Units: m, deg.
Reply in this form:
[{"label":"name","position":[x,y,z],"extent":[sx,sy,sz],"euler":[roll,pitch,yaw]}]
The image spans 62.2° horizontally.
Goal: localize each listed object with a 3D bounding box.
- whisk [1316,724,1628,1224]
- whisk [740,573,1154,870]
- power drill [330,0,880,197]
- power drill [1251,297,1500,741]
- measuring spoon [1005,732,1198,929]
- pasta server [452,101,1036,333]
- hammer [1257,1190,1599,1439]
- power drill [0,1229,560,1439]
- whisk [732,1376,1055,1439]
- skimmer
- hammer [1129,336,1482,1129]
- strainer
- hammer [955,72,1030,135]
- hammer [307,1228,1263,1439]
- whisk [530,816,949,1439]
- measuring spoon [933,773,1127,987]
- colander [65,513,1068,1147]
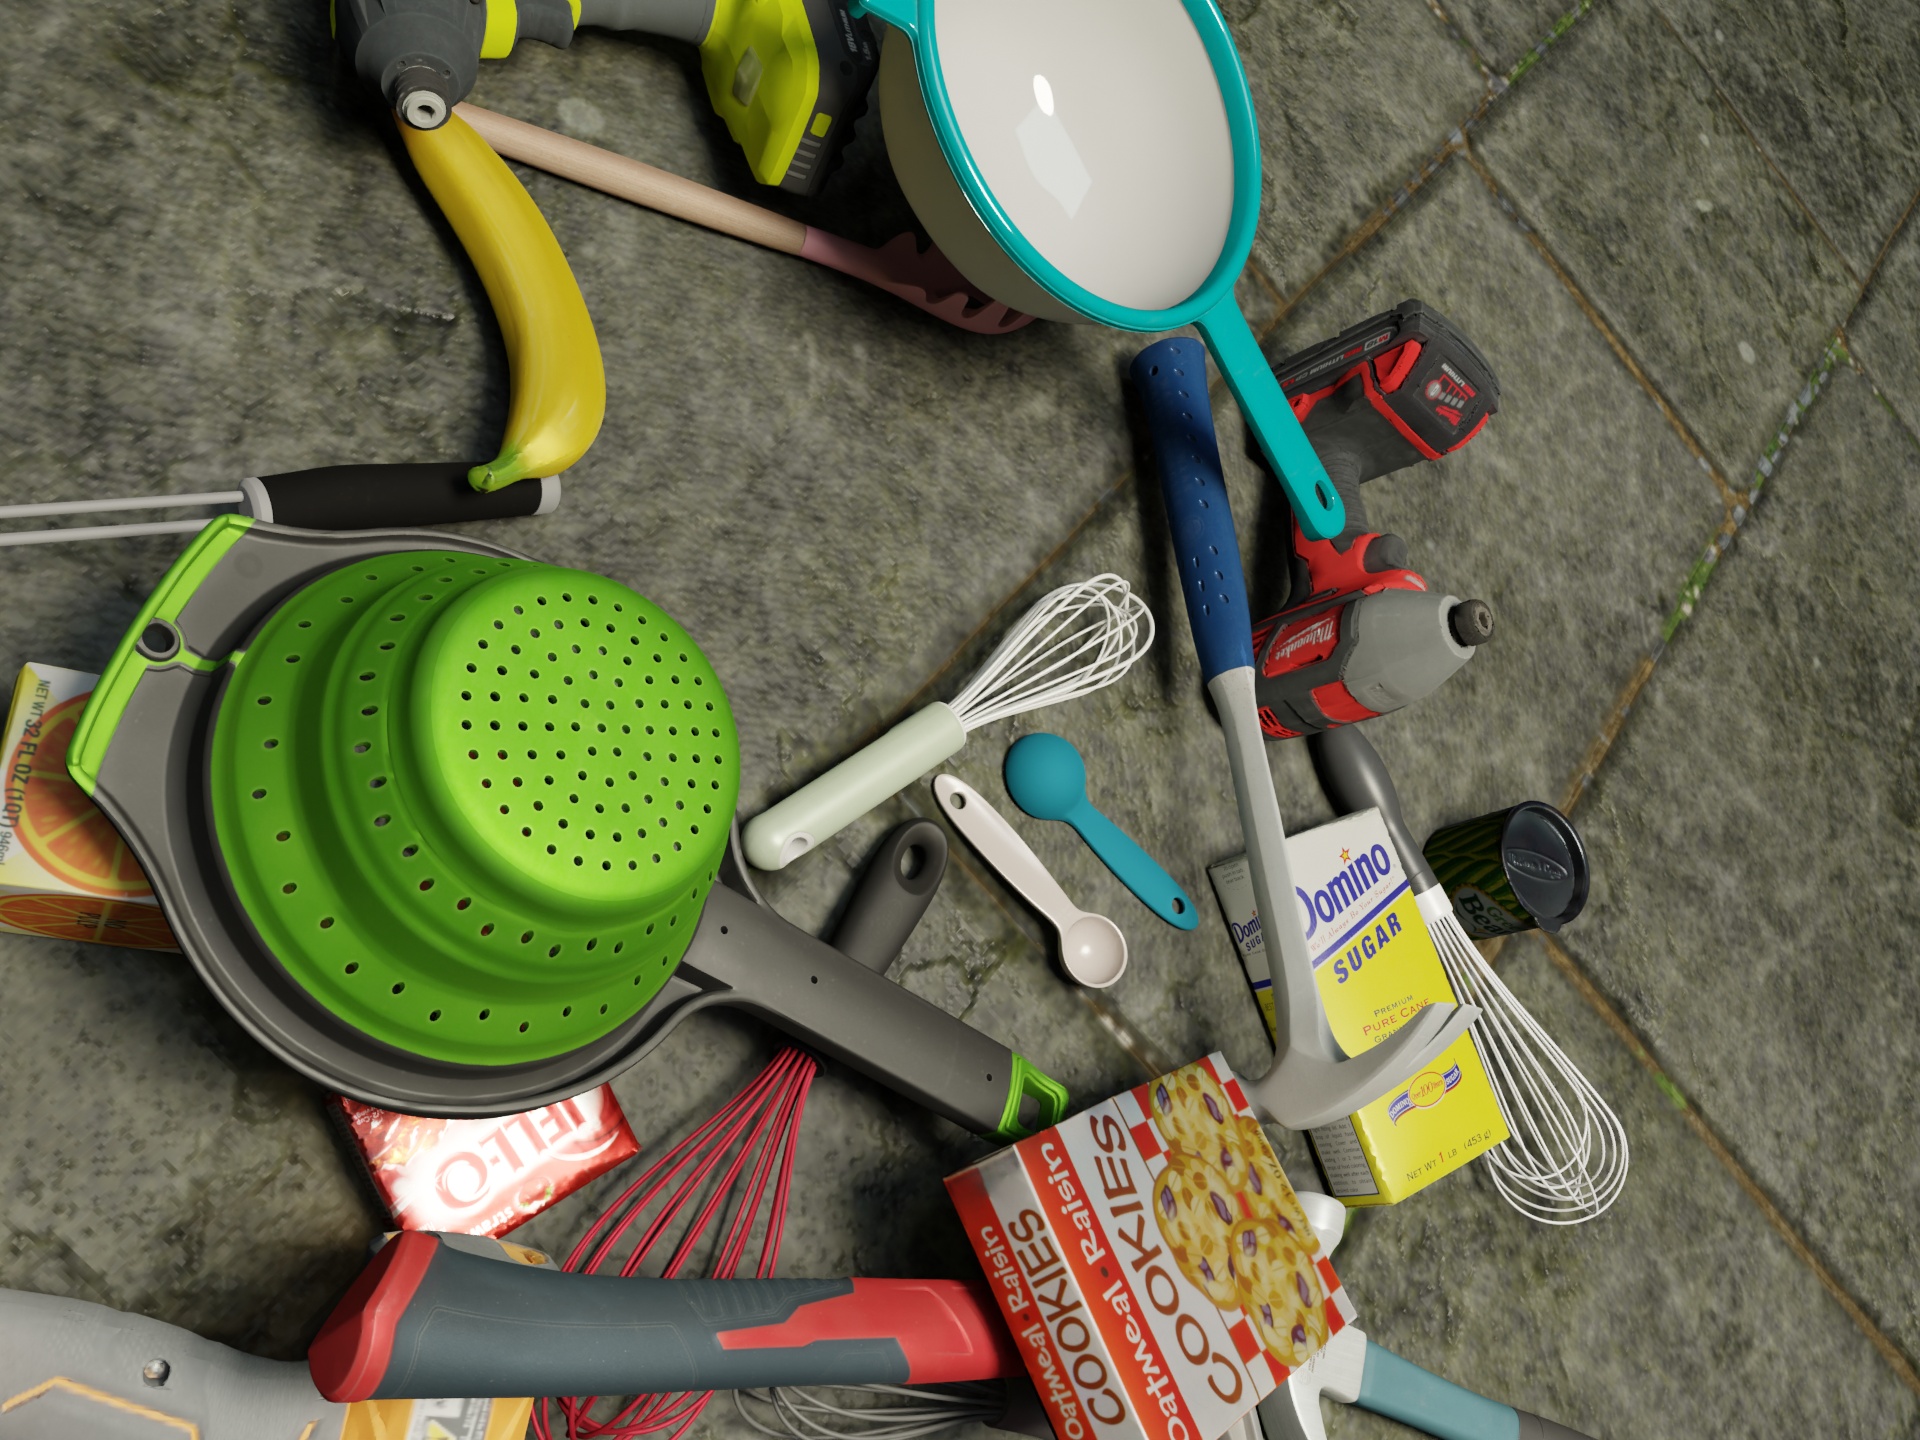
[{"label":"whisk","position":[0.258,0.125,0.824],"extent":[0.070,0.070,0.285],"euler":[-20,80,-34]},{"label":"whisk","position":[-0.001,-0.002,0.721],"extent":[0.246,0.057,0.059],"euler":[-33,58,-32]},{"label":"power drill","position":[-0.156,-0.304,0.693],"extent":[0.223,0.080,0.171],"euler":[0,57,-29]},{"label":"power drill","position":[0.211,-0.099,0.818],"extent":[0.078,0.143,0.220],"euler":[32,57,-31]},{"label":"measuring spoon","position":[0.074,0.054,0.756],"extent":[0.128,0.021,0.042],"euler":[44,57,-11]},{"label":"pasta server","position":[-0.097,-0.240,0.745],"extent":[0.316,0.040,0.060],"euler":[12,47,-26]},{"label":"hammer","position":[0.272,0.348,0.768],"extent":[0.330,0.033,0.128],"euler":[30,60,-19]},{"label":"power drill","position":[-0.244,0.238,0.462],"extent":[0.226,0.084,0.185],"euler":[16,77,-26]},{"label":"whisk","position":[0.015,0.273,0.634],"extent":[0.238,0.055,0.055],"euler":[24,63,-27]},{"label":"skimmer","position":[-0.319,-0.061,0.557],"extent":[0.363,0.090,0.127],"euler":[-13,85,-44]},{"label":"hammer","position":[0.137,-0.013,0.761],"extent":[0.035,0.144,0.406],"euler":[15,57,-40]},{"label":"strainer","position":[0.070,-0.219,0.747],"extent":[0.211,0.095,0.340],"euler":[-49,115,-35]},{"label":"hammer","position":[0.017,-0.482,0.853],"extent":[0.146,0.038,0.411],"euler":[18,66,-24]},{"label":"hammer","position":[-0.028,0.225,0.544],"extent":[0.386,0.038,0.143],"euler":[19,45,-42]},{"label":"whisk","position":[-0.072,0.147,0.619],"extent":[0.073,0.073,0.296],"euler":[41,52,-13]},{"label":"measuring spoon","position":[0.028,0.074,0.730],"extent":[0.124,0.018,0.034],"euler":[48,58,0]},{"label":"colander","position":[-0.079,0.058,0.545],"extent":[0.396,0.094,0.205],"euler":[35,50,-28]}]
